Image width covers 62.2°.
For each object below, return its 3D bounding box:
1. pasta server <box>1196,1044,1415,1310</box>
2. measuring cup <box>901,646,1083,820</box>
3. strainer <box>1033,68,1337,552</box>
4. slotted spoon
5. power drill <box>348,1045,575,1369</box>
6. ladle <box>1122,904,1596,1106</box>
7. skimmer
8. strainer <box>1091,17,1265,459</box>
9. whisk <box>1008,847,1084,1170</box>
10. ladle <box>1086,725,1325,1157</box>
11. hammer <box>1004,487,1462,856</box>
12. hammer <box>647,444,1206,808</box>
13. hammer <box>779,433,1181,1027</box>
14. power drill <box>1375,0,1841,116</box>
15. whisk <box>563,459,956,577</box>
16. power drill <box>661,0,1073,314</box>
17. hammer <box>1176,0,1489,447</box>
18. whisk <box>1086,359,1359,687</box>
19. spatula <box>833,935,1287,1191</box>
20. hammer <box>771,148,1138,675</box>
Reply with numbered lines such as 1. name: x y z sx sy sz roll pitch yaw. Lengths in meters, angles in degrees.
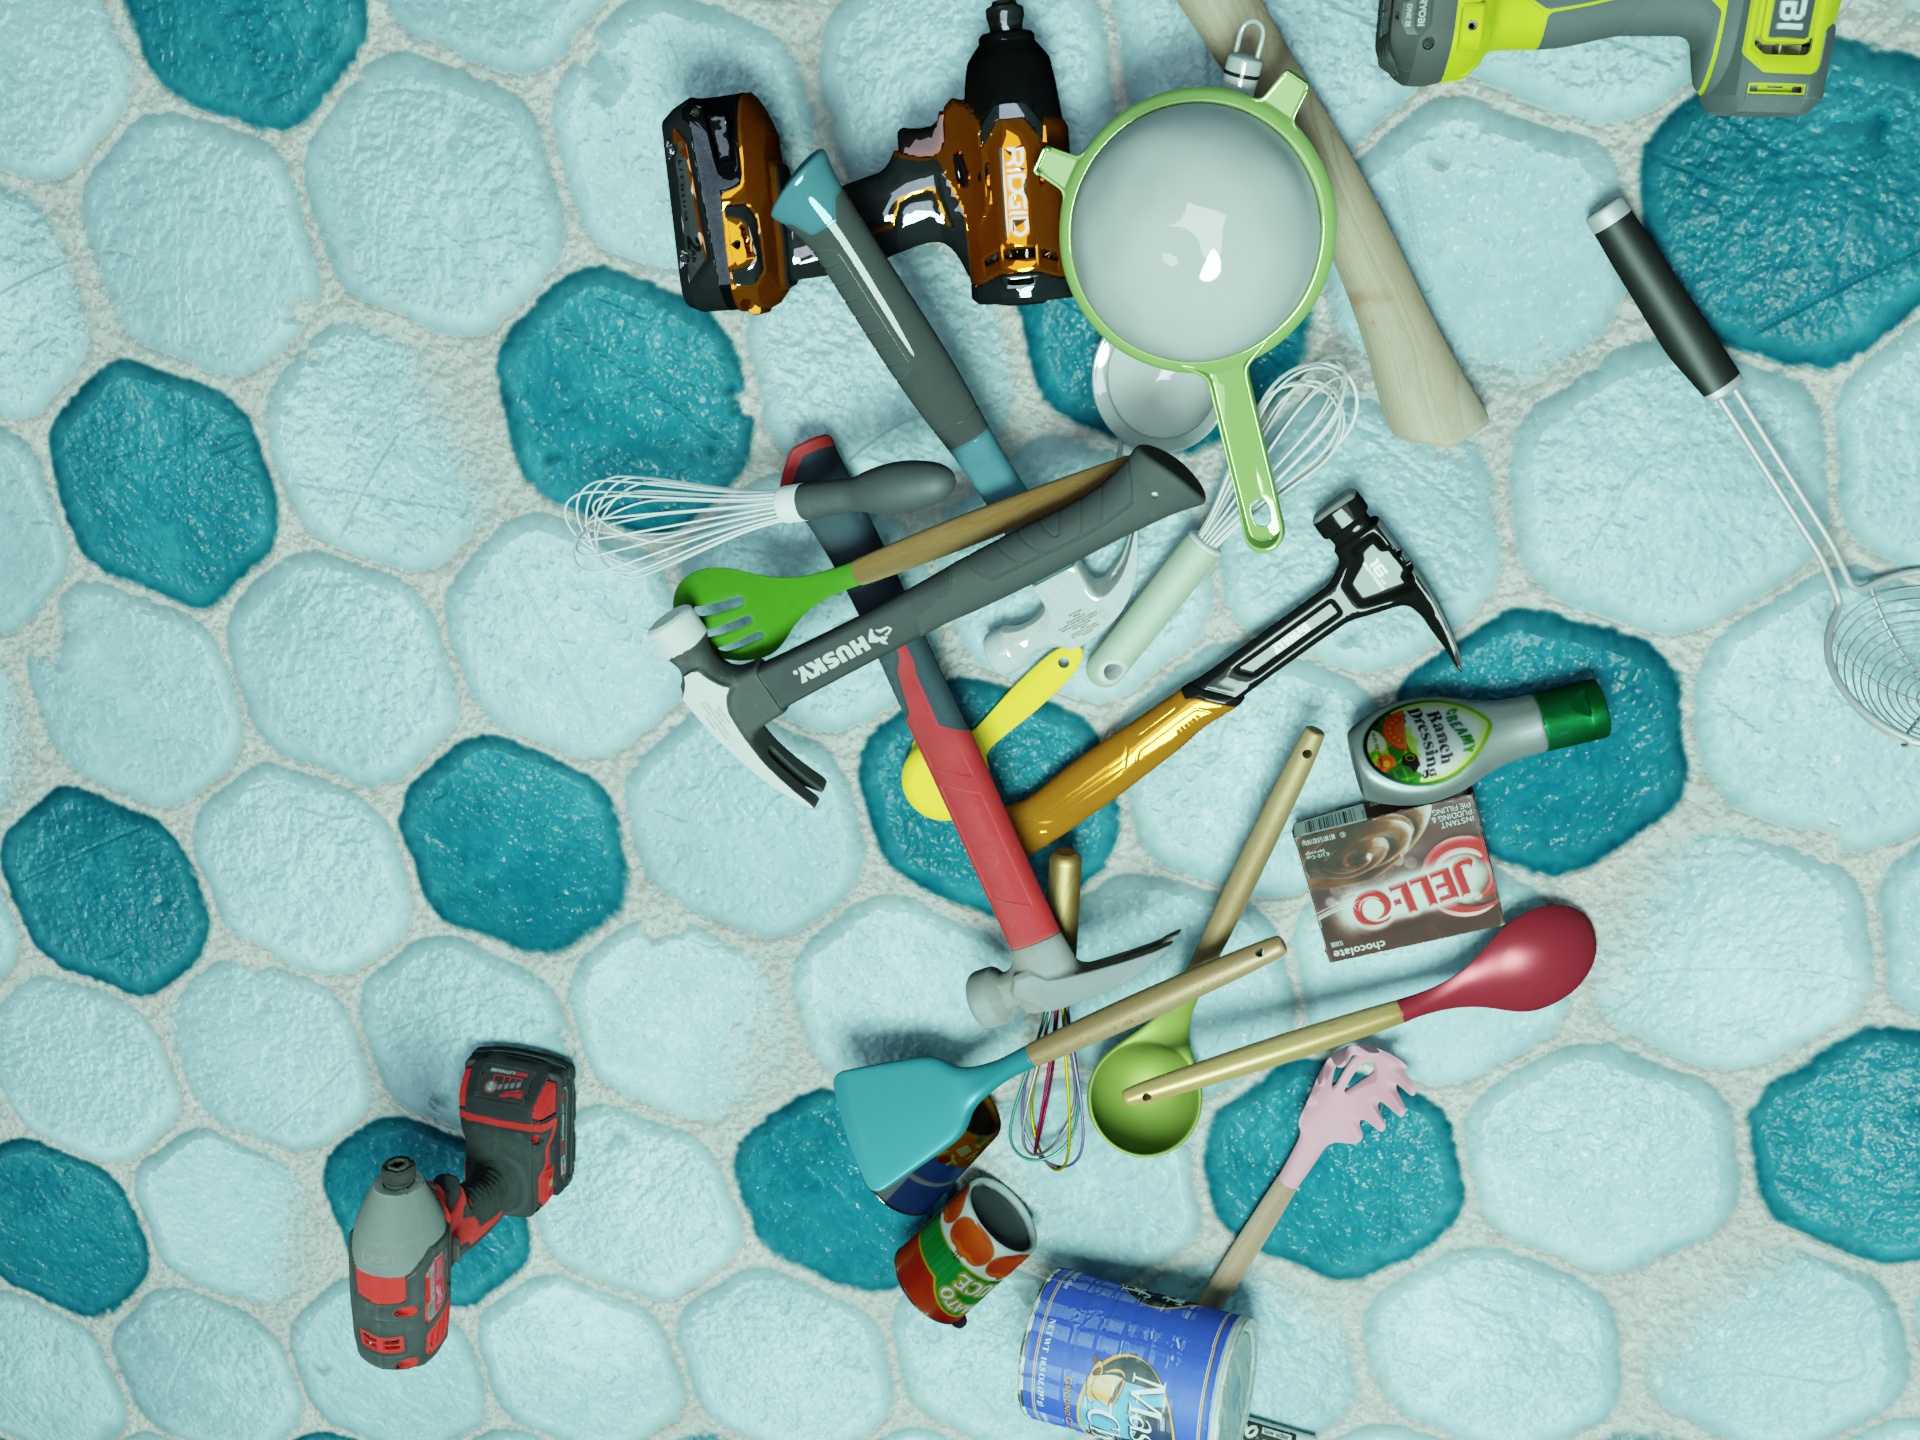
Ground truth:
1. pasta server: 0.213 0.341 1.090 0.060 0.040 0.316 22 112 -8
2. measuring cup: 0.021 0.007 1.026 0.062 0.029 0.156 44 113 -4
3. strainer: 0.135 -0.205 0.857 0.151 0.069 0.256 -10 109 21
4. slotted spoon: -0.040 -0.098 0.946 0.314 0.031 0.070 -18 120 21
5. power drill: -0.346 0.322 1.100 0.078 0.220 0.143 8 109 9
6. ladle: 0.252 0.190 1.006 0.315 0.031 0.069 -20 108 6
7. skimmer: 0.466 -0.138 0.859 0.127 0.090 0.363 -37 95 -13
8. strainer: 0.132 -0.257 0.895 0.087 0.050 0.258 26 124 21
9. whisk: 0.061 0.197 1.064 0.051 0.047 0.244 2 112 1
10. ladle: 0.162 0.146 1.013 0.078 0.062 0.320 19 115 -3
11. hammer: 0.144 0.004 0.999 0.337 0.034 0.127 -36 96 20
12. hammer: -0.012 -0.064 0.925 0.335 0.035 0.146 -25 110 21
13. hammer: -0.002 -0.003 0.991 0.143 0.038 0.386 -23 92 24
14. power drill: 0.335 -0.403 0.811 0.223 0.080 0.171 4 108 6
15. whisk: -0.127 -0.127 0.967 0.285 0.070 0.070 -3 107 29
16. power drill: -0.050 -0.318 0.915 0.226 0.084 0.164 -2 107 8
17. hammer: 0.191 -0.340 0.880 0.146 0.038 0.410 -29 100 17
18. whisk: 0.152 -0.113 0.956 0.057 0.059 0.246 25 118 -25
19. spatula: 0.064 0.207 1.020 0.317 0.044 0.082 -29 69 21
20. hammer: -0.004 -0.175 0.922 0.128 0.033 0.330 -25 119 21
